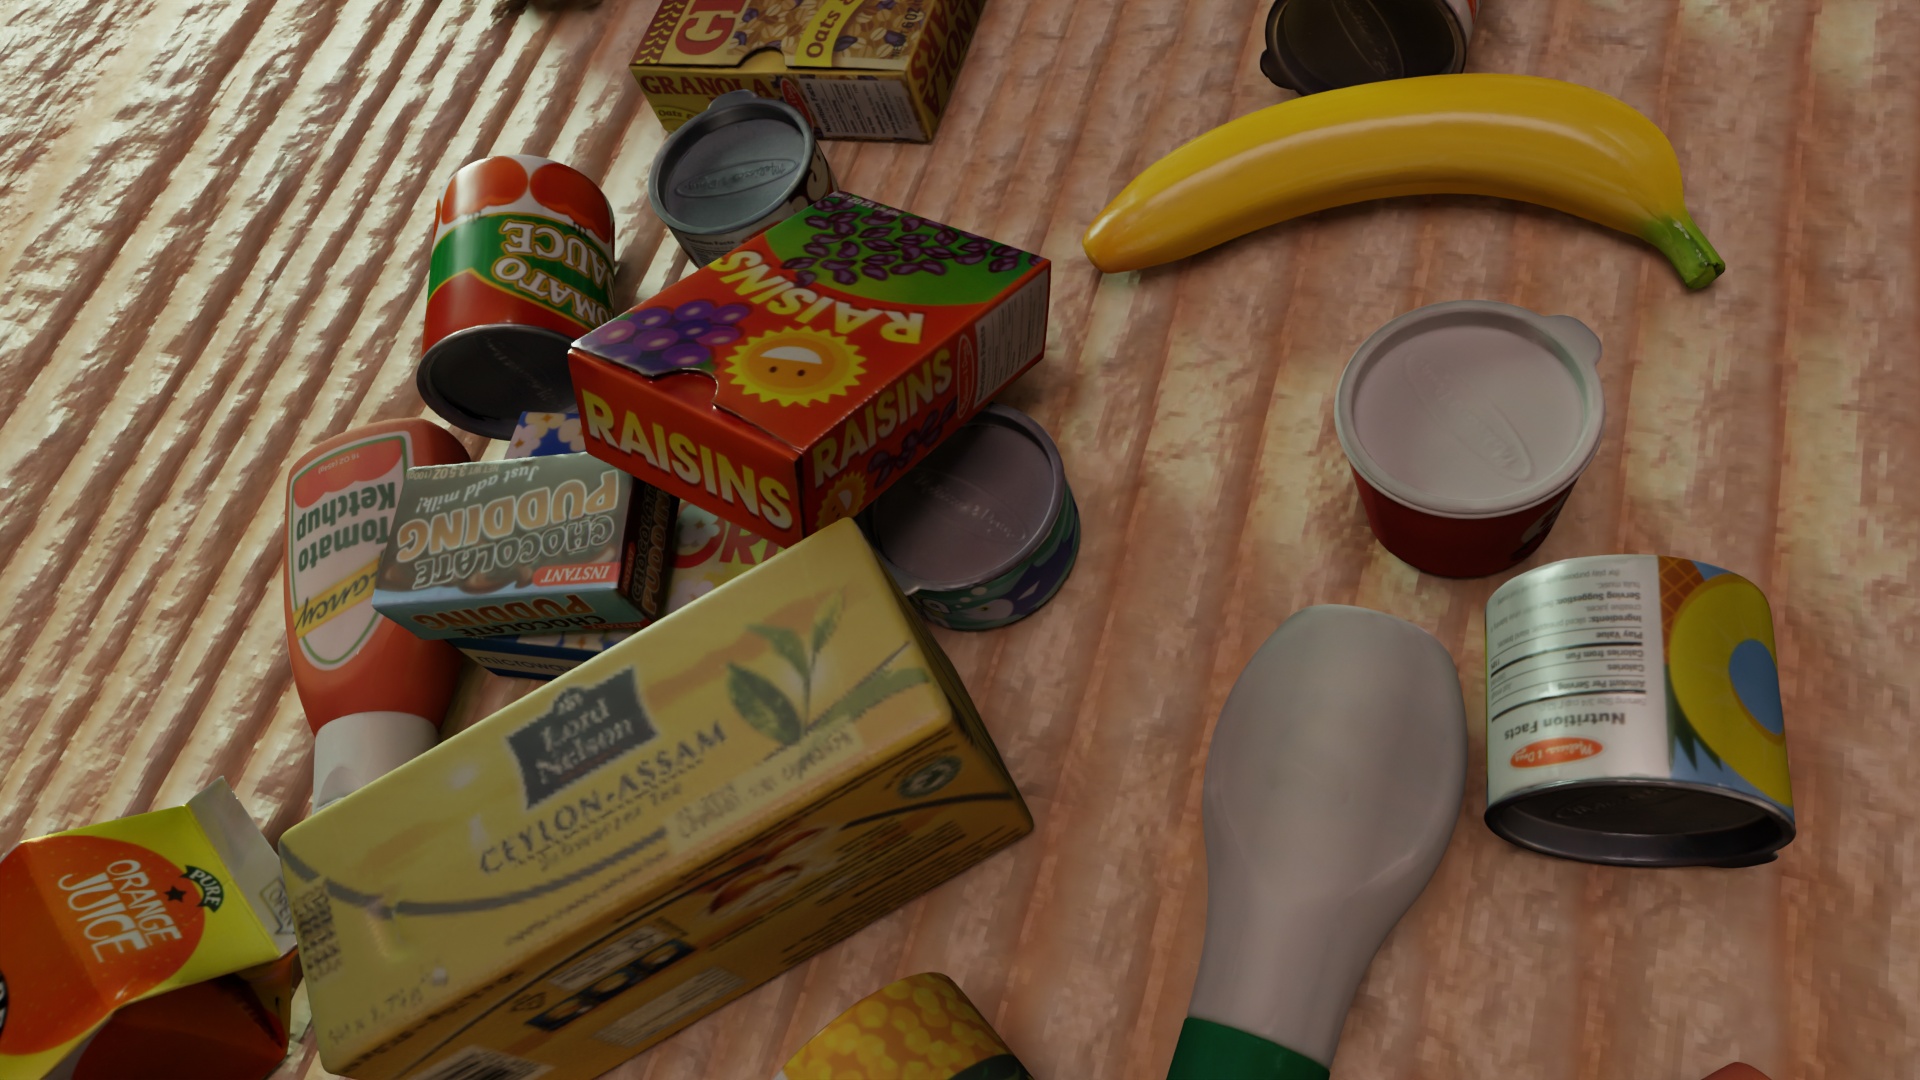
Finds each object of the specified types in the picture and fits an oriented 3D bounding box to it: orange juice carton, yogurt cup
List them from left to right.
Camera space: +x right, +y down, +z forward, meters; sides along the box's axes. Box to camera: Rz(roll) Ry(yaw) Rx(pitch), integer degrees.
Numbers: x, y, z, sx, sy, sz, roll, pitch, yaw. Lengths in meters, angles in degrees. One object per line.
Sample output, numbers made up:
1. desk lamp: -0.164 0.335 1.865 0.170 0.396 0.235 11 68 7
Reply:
1. orange juice carton: -0.274 0.159 0.401 0.193 0.072 0.072 -45 59 -11
2. yogurt cup: 0.141 -0.025 0.389 0.072 0.053 0.073 -7 60 13

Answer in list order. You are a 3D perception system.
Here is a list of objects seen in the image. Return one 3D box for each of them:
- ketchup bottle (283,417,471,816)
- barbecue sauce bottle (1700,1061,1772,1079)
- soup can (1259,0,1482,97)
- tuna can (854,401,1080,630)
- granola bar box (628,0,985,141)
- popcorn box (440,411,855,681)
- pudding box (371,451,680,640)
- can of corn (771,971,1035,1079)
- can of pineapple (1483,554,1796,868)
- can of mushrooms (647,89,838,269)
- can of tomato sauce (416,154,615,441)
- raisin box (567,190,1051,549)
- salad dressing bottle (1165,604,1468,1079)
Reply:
1. ketchup bottle: -0.194 0.032 0.464 0.064 0.043 0.149 -20 59 9
2. barbecue sauce bottle: 0.117 0.166 0.297 0.148 0.043 0.065 -30 58 -2
3. soup can: 0.146 -0.199 0.478 0.071 0.071 0.084 13 66 23
4. tuna can: 0.002 -0.005 0.432 0.071 0.032 0.071 -7 60 13
5. granola bar box: -0.049 -0.242 0.575 0.124 0.039 0.166 9 65 21
6. popcorn box: -0.096 0.004 0.453 0.127 0.038 0.085 4 63 19
7. pudding box: -0.131 0.002 0.423 0.084 0.030 0.050 -4 63 15
8. can of corn: -0.008 0.147 0.333 0.071 0.071 0.058 -42 58 -8
9. can of pineapple: 0.164 0.043 0.339 0.071 0.070 0.058 2 63 18
10. can of mushrooms: -0.081 -0.135 0.529 0.071 0.033 0.071 -7 60 14
11. can of tomato sauce: -0.158 -0.089 0.506 0.071 0.071 0.083 -14 59 9
12. raisin box: -0.041 -0.056 0.414 0.086 0.039 0.124 25 46 25
13. salad dressing bottle: 0.084 0.090 0.349 0.064 0.044 0.148 14 68 21
